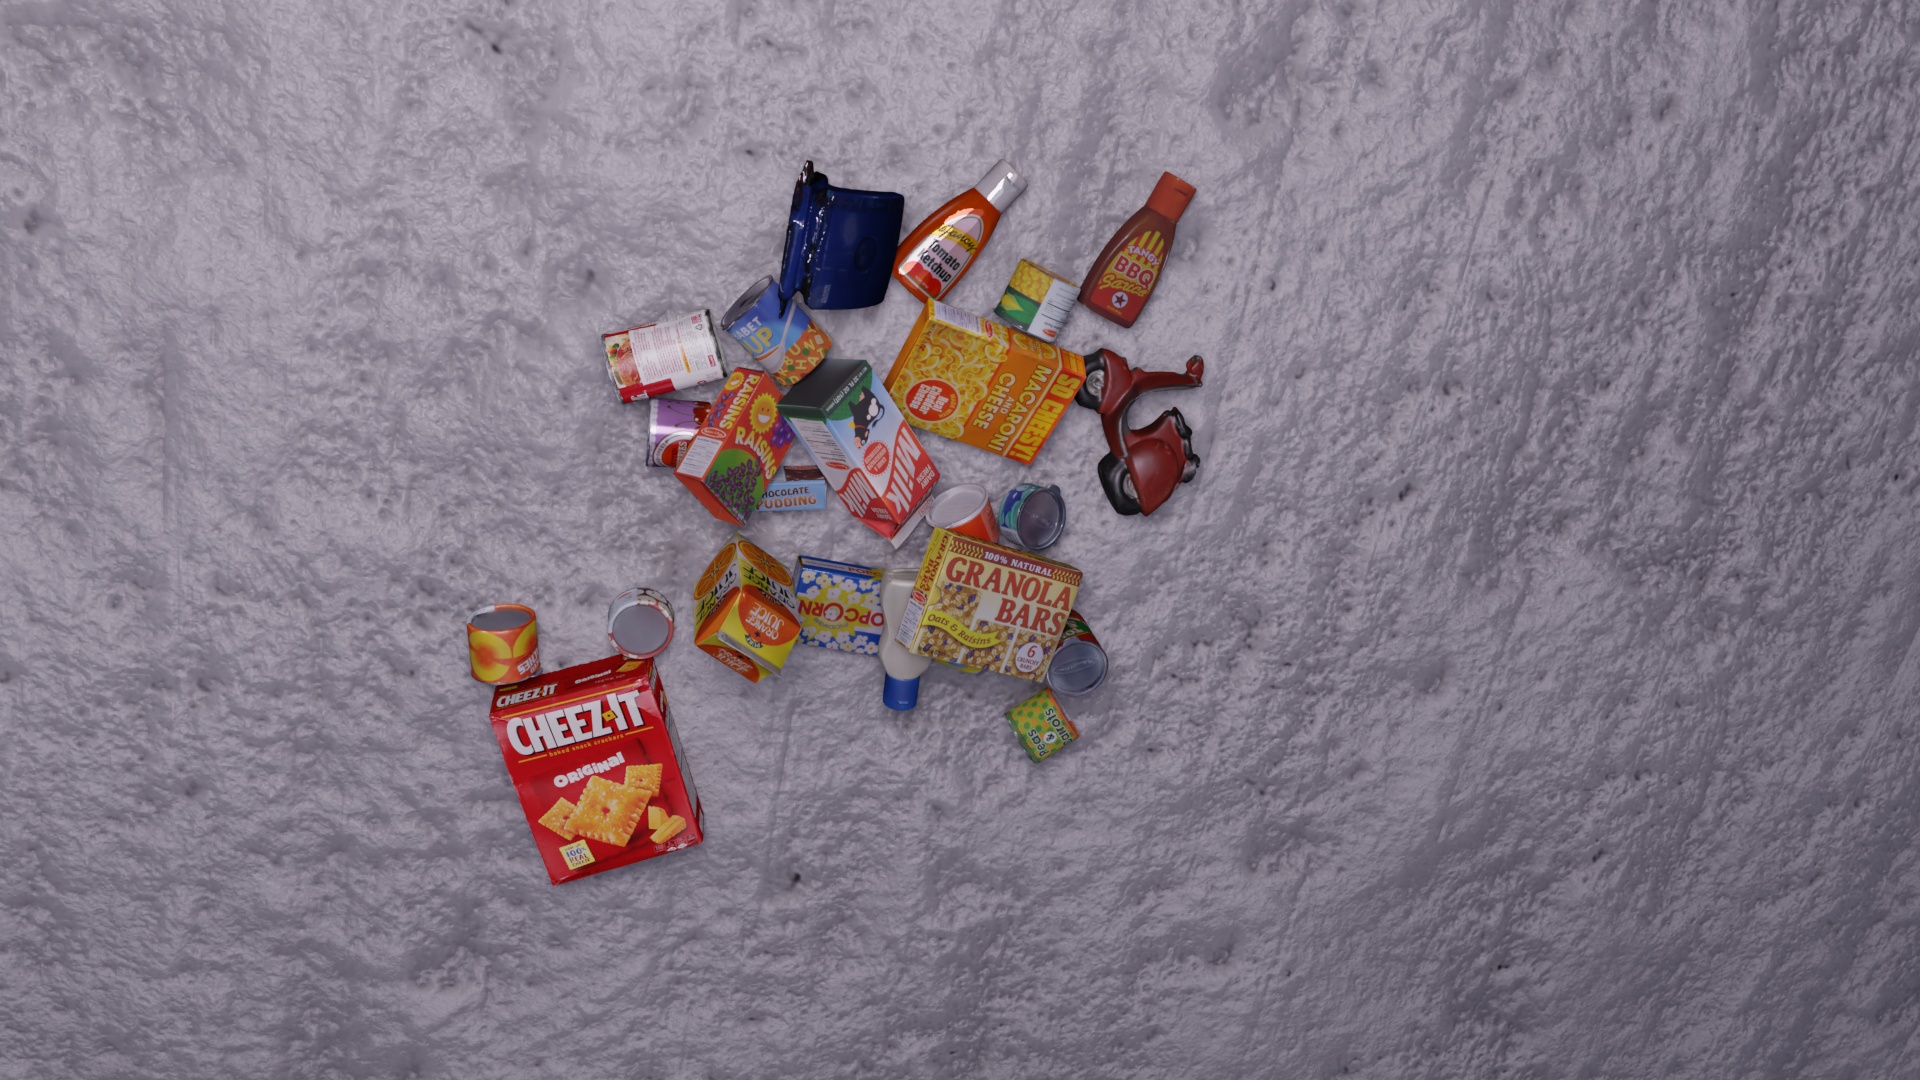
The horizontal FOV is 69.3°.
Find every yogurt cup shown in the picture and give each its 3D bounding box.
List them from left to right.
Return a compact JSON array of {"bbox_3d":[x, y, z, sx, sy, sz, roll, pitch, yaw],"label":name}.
[{"bbox_3d":[0.005,-0.018,1.414,0.072,0.073,0.053,-26,123,0],"label":"yogurt cup"}]

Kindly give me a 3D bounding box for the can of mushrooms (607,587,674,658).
[{"bbox_3d":[-0.321,0.085,1.405,0.071,0.033,0.070,-4,112,-10],"label":"can of mushrooms"}]

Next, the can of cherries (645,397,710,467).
[{"bbox_3d":[-0.268,-0.099,1.319,0.058,0.072,0.071,3,112,-13],"label":"can of cherries"}]

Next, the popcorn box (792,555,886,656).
[{"bbox_3d":[-0.116,0.069,1.438,0.127,0.038,0.085,11,109,-16],"label":"popcorn box"}]

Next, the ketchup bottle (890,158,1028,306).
[{"bbox_3d":[0.000,-0.293,1.309,0.148,0.044,0.064,-46,116,8],"label":"ketchup bottle"}]

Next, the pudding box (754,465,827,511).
[{"bbox_3d":[-0.175,-0.052,1.369,0.084,0.050,0.030,-2,114,-11],"label":"pudding box"}]

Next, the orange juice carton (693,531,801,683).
[{"bbox_3d":[-0.206,0.070,1.334,0.071,0.193,0.073,37,100,-22],"label":"orange juice carton"}]

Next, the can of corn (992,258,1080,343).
[{"bbox_3d":[0.072,-0.232,1.338,0.071,0.071,0.058,22,106,-19],"label":"can of corn"}]

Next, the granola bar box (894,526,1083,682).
[{"bbox_3d":[0.031,0.066,1.395,0.165,0.039,0.124,16,97,-31],"label":"granola bar box"}]

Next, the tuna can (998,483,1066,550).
[{"bbox_3d":[0.074,-0.027,1.427,0.071,0.033,0.071,-11,107,-36],"label":"tuna can"}]

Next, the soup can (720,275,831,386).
[{"bbox_3d":[-0.173,-0.193,1.300,0.071,0.071,0.083,-41,114,7],"label":"soup can"}]

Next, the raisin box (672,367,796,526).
[{"bbox_3d":[-0.206,-0.088,1.303,0.124,0.040,0.086,-64,148,-21],"label":"raisin box"}]

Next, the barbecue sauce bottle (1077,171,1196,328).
[{"bbox_3d":[0.175,-0.284,1.348,0.065,0.044,0.148,25,105,-19],"label":"barbecue sauce bottle"}]

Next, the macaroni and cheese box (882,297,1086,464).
[{"bbox_3d":[0.020,-0.153,1.352,0.166,0.040,0.123,18,130,-19],"label":"macaroni and cheese box"}]

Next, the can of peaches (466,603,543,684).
[{"bbox_3d":[-0.447,0.101,1.367,0.071,0.071,0.057,-2,112,-11],"label":"can of peaches"}]

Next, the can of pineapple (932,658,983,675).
[{"bbox_3d":[-0.001,0.103,1.461,0.058,0.071,0.070,20,107,-18],"label":"can of pineapple"}]

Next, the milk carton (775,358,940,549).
[{"bbox_3d":[-0.087,-0.081,1.341,0.072,0.073,0.190,-51,127,-26],"label":"milk carton"}]

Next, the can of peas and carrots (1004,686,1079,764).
[{"bbox_3d":[0.090,0.203,1.517,0.059,0.071,0.070,-33,115,3],"label":"can of peas and carrots"}]

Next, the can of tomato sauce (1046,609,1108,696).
[{"bbox_3d":[0.113,0.116,1.479,0.071,0.083,0.071,-4,113,-10],"label":"can of tomato sauce"}]

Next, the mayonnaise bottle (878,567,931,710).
[{"bbox_3d":[-0.055,0.101,1.419,0.065,0.041,0.147,2,113,-14],"label":"mayonnaise bottle"}]
